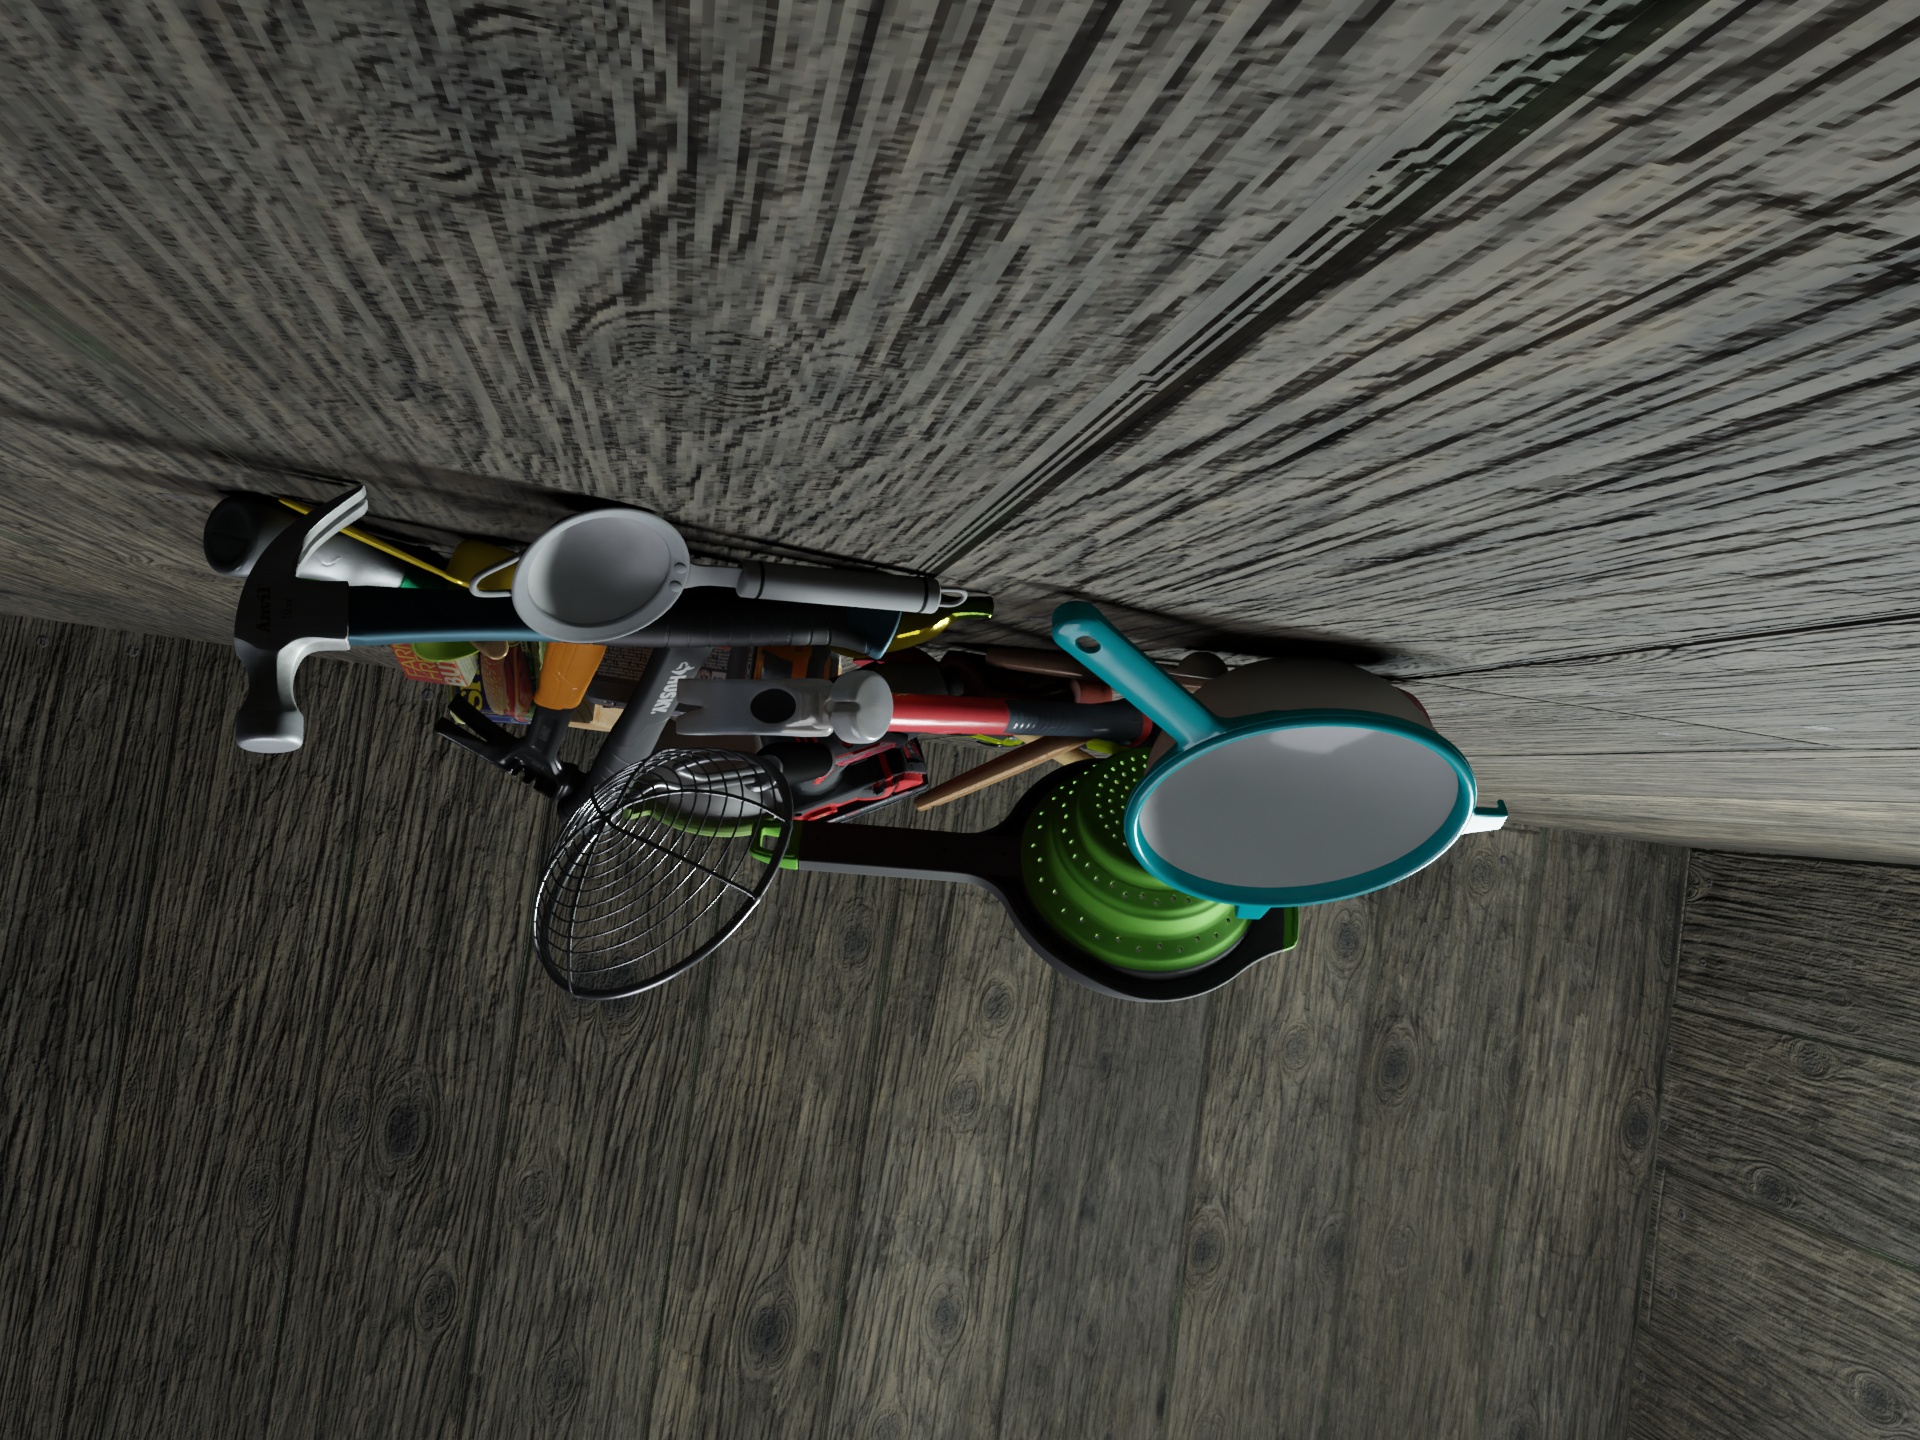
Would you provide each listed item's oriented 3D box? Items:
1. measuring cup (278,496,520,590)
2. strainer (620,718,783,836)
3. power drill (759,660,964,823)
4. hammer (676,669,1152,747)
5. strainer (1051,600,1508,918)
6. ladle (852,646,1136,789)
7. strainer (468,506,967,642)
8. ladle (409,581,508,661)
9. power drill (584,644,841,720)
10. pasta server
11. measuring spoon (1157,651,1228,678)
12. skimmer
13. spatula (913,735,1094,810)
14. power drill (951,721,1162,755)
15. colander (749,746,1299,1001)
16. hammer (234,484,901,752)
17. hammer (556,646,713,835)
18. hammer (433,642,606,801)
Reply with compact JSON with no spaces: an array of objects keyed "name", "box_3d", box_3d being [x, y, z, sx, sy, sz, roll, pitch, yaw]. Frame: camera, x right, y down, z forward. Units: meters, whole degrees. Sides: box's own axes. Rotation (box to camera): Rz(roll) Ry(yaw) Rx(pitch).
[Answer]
[{"name":"measuring cup","box_3d":[-0.307,-0.103,0.905,0.156,0.029,0.062,25,173,-38]},{"name":"strainer","box_3d":[-0.195,-0.007,1.327,0.151,0.069,0.257,6,-145,-8]},{"name":"power drill","box_3d":[-0.073,0.013,1.158,0.143,0.078,0.219,-20,170,-9]},{"name":"hammer","box_3d":[-0.002,-0.003,1.010,0.143,0.038,0.386,0,179,35]},{"name":"strainer","box_3d":[0.163,-0.004,0.952,0.211,0.095,0.340,-27,135,31]},{"name":"ladle","box_3d":[0.056,0.011,1.254,0.315,0.031,0.069,29,169,-21]},{"name":"strainer","box_3d":[-0.114,-0.072,0.795,0.258,0.050,0.086,3,135,-26]},{"name":"ladle","box_3d":[-0.297,-0.053,0.980,0.078,0.062,0.320,-29,-161,-15]},{"name":"power drill","box_3d":[-0.204,-0.045,1.187,0.185,0.084,0.226,9,-178,11]},{"name":"pasta server","box_3d":[0.166,-0.020,1.091,0.316,0.040,0.060,8,169,19]},{"name":"measuring spoon","box_3d":[0.132,-0.041,1.045,0.034,0.018,0.124,6,-175,-31]},{"name":"skimmer","box_3d":[-0.104,0.056,0.796,0.127,0.090,0.363,-30,177,9]},{"name":"spatula","box_3d":[0.101,0.016,1.203,0.317,0.044,0.082,-24,166,23]},{"name":"power drill","box_3d":[0.100,0.005,1.384,0.223,0.080,0.171,10,178,27]},{"name":"colander","box_3d":[0.051,0.080,1.117,0.397,0.205,0.094,5,141,-3]},{"name":"hammer","box_3d":[-0.189,-0.052,0.811,0.331,0.128,0.033,-1,167,-18]},{"name":"hammer","box_3d":[-0.194,-0.001,1.000,0.146,0.035,0.334,-5,157,-28]},{"name":"hammer","box_3d":[-0.267,-0.028,1.038,0.127,0.034,0.336,32,150,-9]}]
